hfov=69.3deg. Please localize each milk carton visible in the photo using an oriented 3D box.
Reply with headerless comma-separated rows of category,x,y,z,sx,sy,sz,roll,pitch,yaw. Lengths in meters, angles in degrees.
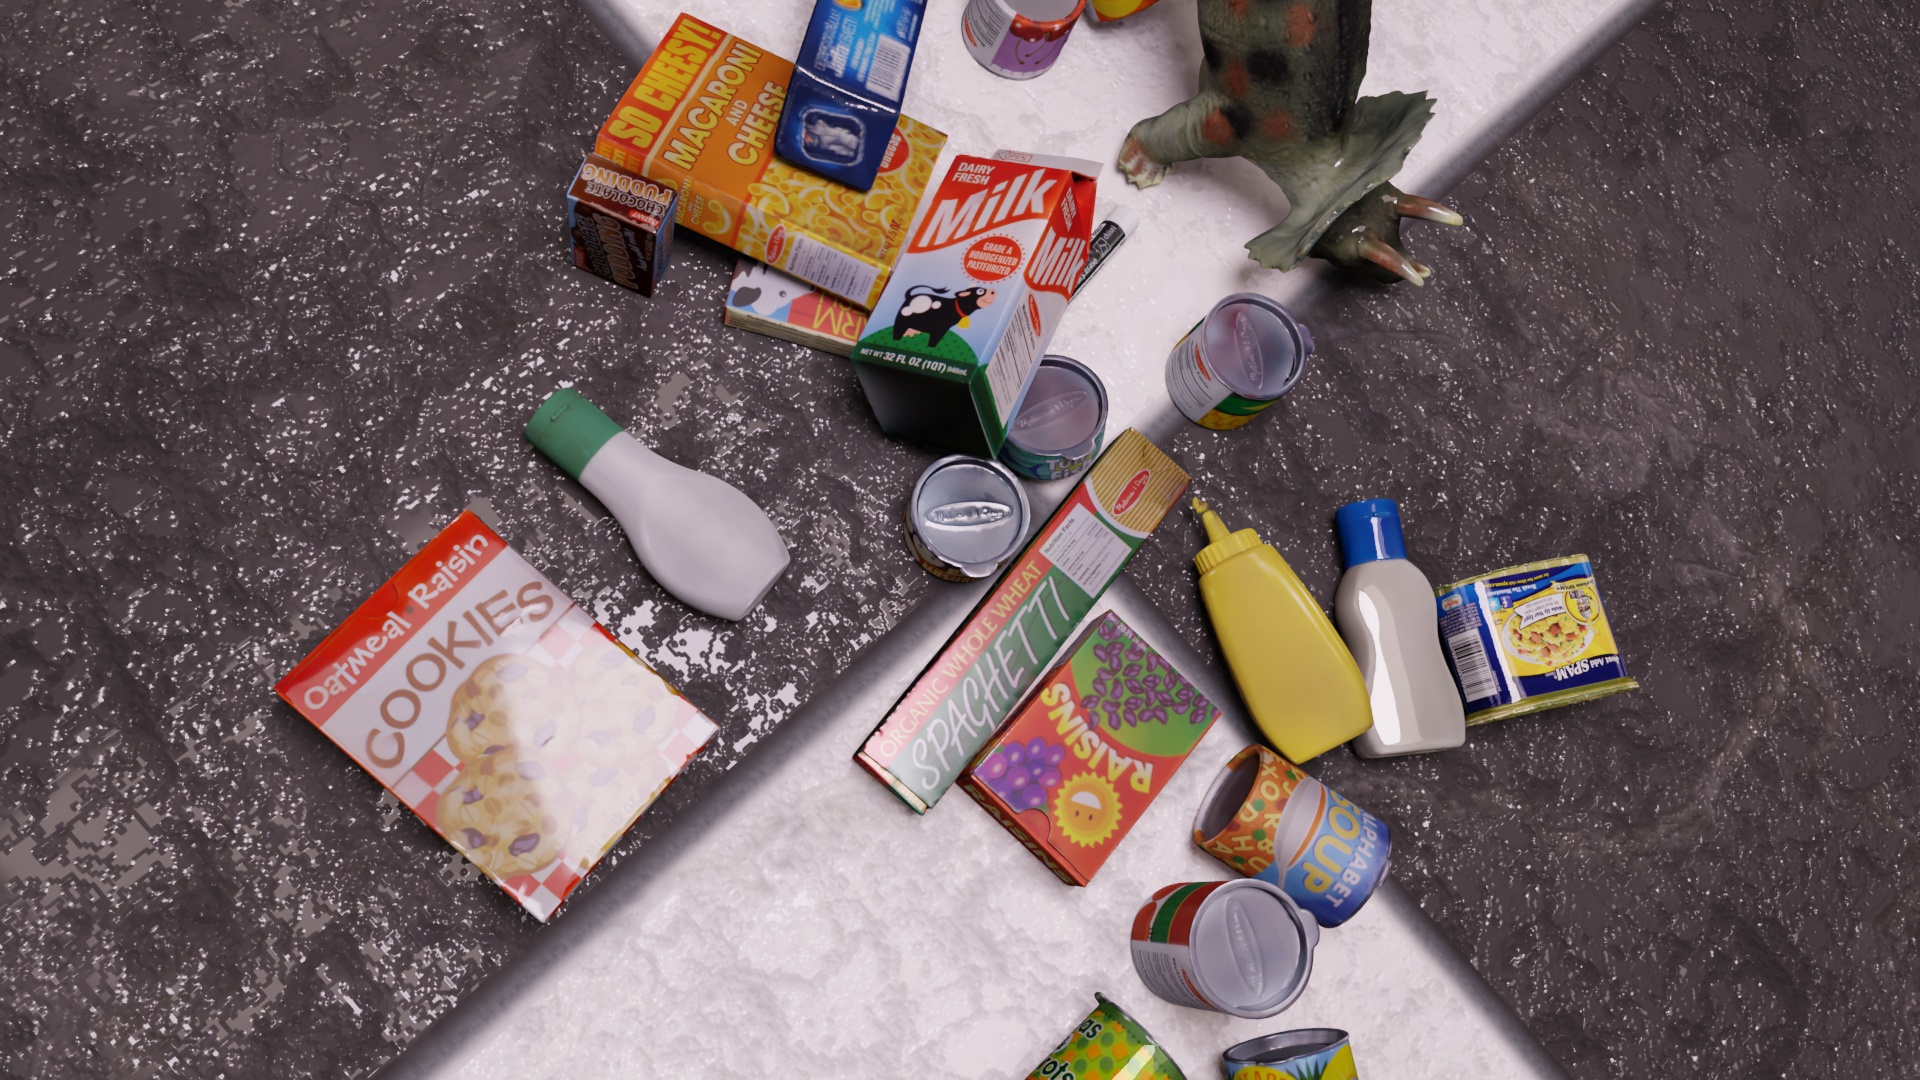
milk carton,0.016,-0.147,0.772,0.072,0.073,0.191,15,64,22

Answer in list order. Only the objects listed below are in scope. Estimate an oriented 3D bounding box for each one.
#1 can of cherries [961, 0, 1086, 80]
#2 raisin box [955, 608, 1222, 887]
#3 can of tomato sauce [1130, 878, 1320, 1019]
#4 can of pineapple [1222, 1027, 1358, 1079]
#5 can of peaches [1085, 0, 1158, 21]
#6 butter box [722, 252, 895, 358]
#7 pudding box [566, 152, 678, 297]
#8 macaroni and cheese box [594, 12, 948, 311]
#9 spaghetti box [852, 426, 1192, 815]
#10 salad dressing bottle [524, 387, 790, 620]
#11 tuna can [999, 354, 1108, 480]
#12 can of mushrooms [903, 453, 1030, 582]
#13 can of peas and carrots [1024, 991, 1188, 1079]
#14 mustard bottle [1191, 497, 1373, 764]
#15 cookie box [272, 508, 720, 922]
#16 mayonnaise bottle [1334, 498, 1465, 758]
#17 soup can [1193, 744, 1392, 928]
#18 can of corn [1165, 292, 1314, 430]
can of cherries,0.041,-0.328,0.853,0.071,0.058,0.071,4,75,-13
raisin box,0.070,0.112,0.751,0.086,0.040,0.124,44,70,-1
can of tomato sauce,0.134,0.208,0.718,0.071,0.083,0.071,4,75,-14
can of pineapple,0.173,0.288,0.714,0.071,0.071,0.058,-8,78,-16
can of peaches,0.101,-0.366,0.863,0.071,0.071,0.058,-45,125,-20
butter box,-0.078,-0.136,0.787,0.103,0.024,0.053,15,73,-10
pudding box,-0.180,-0.166,0.737,0.050,0.083,0.030,23,72,-8
macaroni and cheese box,-0.104,-0.213,0.777,0.166,0.040,0.124,23,53,-7
spaghetti box,0.037,0.040,0.767,0.050,0.028,0.251,41,69,-1
salad dressing bottle,-0.159,-0.021,0.726,0.147,0.044,0.064,40,71,0
tuna can,0.051,-0.068,0.788,0.071,0.032,0.071,-1,64,1
can of mushrooms,0.003,-0.010,0.767,0.071,0.033,0.071,3,72,-10
can of peas and carrots,0.072,0.273,0.693,0.059,0.070,0.071,-39,88,-20
mustard bottle,0.173,0.044,0.787,0.065,0.049,0.160,-28,76,9
cookie box,-0.223,0.084,0.681,0.167,0.040,0.123,42,69,-1
mayonnaise bottle,0.251,0.051,0.814,0.065,0.041,0.148,-3,75,-11
soup can,0.179,0.158,0.749,0.084,0.071,0.071,33,70,-4
can of corn,0.165,-0.105,0.824,0.071,0.058,0.071,4,74,-14
